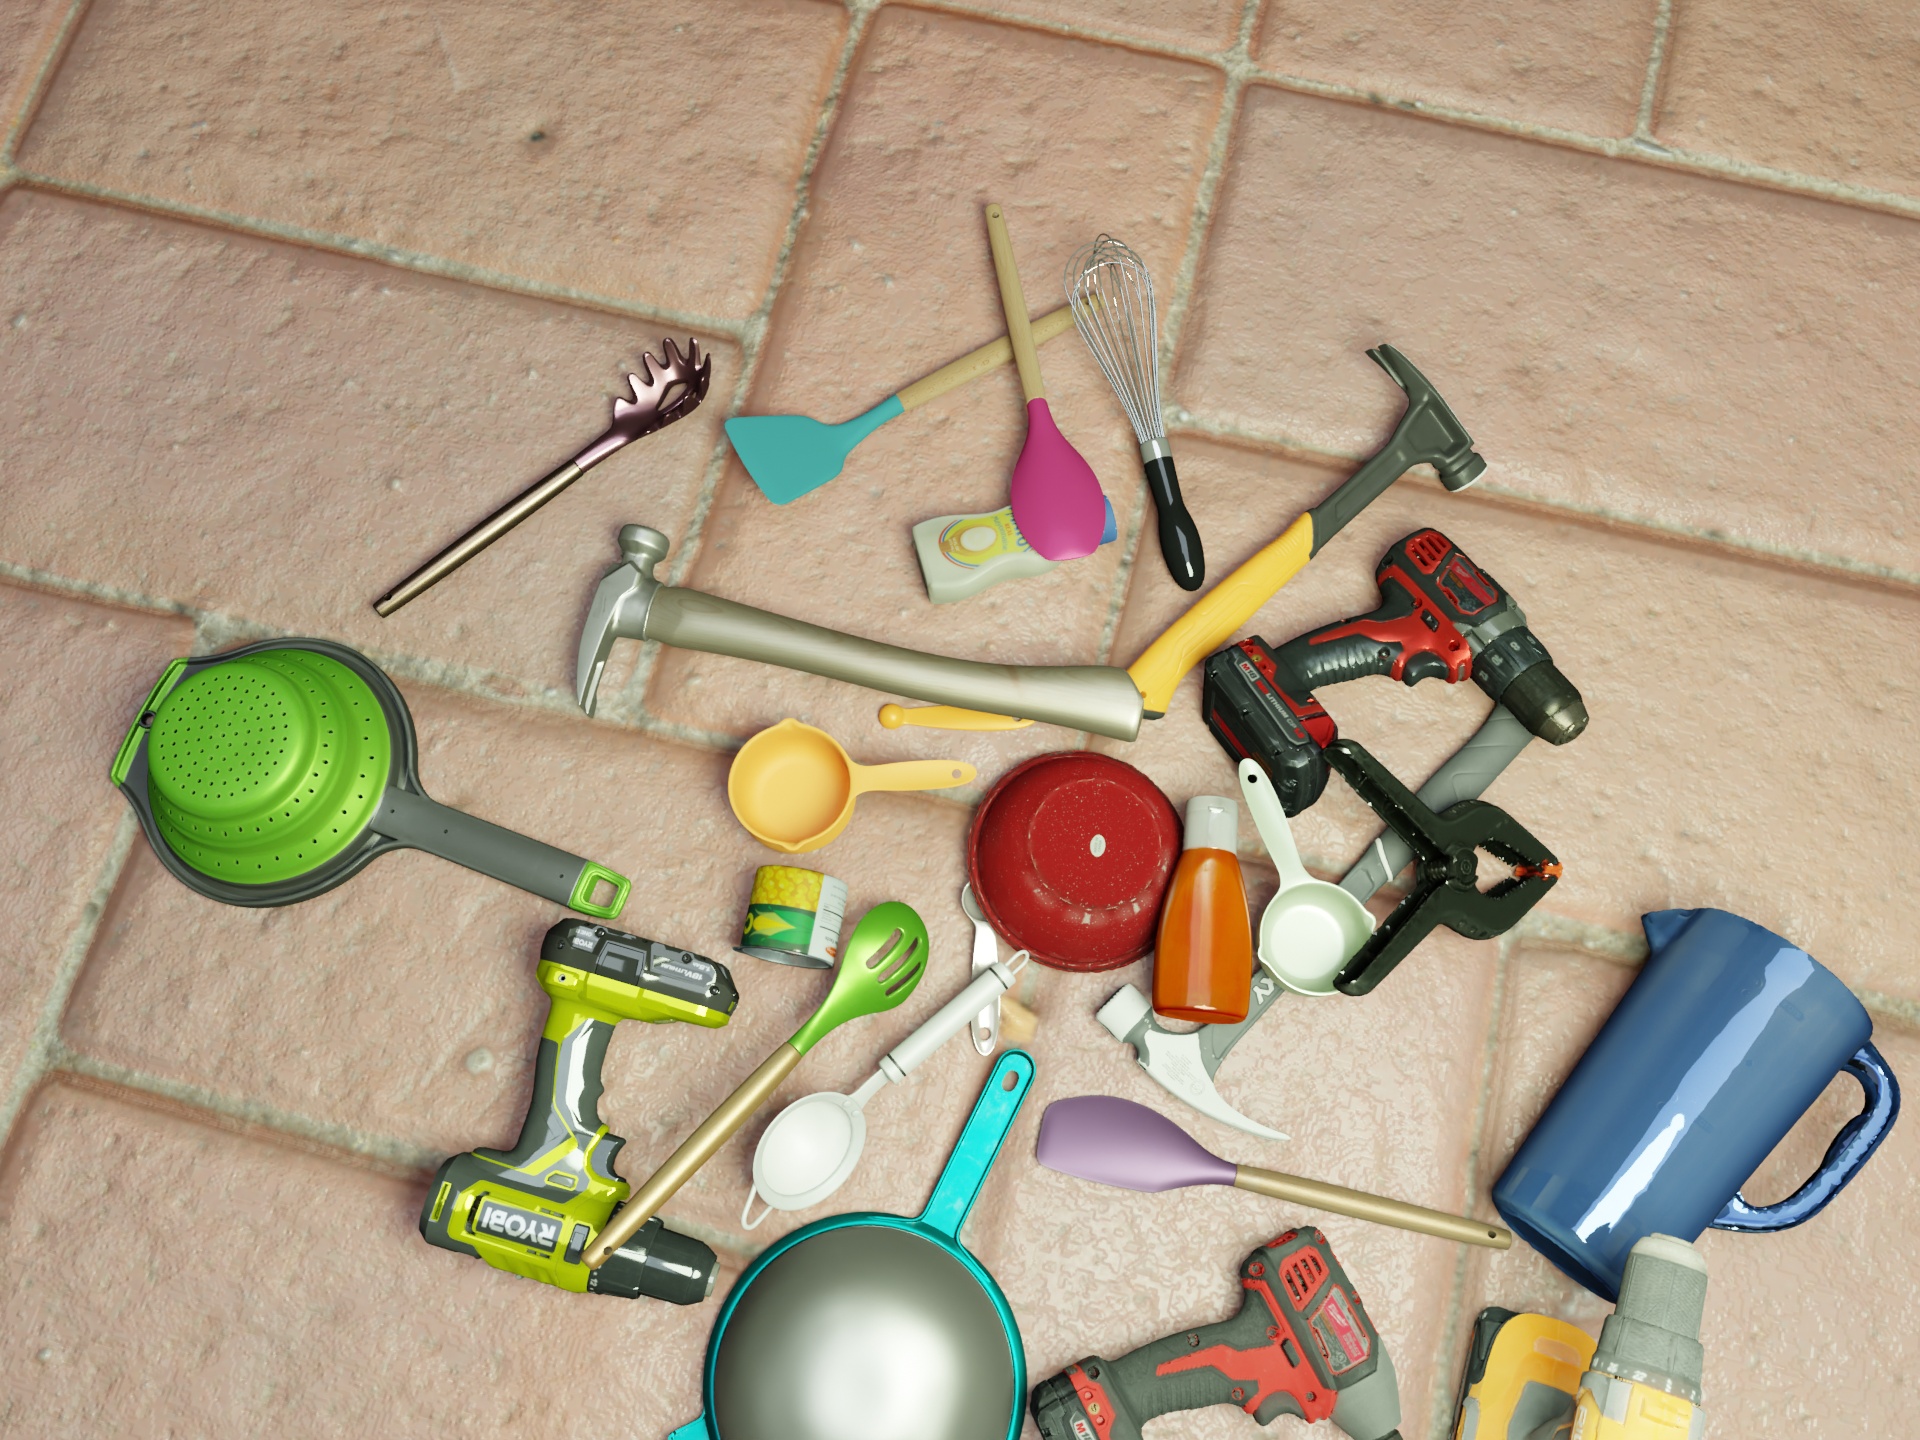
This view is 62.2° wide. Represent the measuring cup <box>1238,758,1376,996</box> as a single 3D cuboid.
[{"bbox_3d":[0.220,0.107,1.076,0.083,0.038,0.168,-17,73,-6],"label":"measuring cup"}]

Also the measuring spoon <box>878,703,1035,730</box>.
[{"bbox_3d":[-0.002,-0.004,1.163,0.117,0.011,0.021,0,73,1],"label":"measuring spoon"}]

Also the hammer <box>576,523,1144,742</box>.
[{"bbox_3d":[-0.074,-0.034,1.144,0.410,0.038,0.146,12,75,10],"label":"hammer"}]

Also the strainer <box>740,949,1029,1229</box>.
[{"bbox_3d":[-0.052,0.239,1.067,0.258,0.086,0.050,-39,37,-11],"label":"strainer"}]

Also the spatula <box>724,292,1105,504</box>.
[{"bbox_3d":[-0.024,-0.260,1.226,0.317,0.044,0.082,-29,74,-9],"label":"spatula"}]

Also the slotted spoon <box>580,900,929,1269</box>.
[{"bbox_3d":[-0.126,0.235,1.038,0.314,0.031,0.070,-44,117,-25],"label":"slotted spoon"}]

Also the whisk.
[{"bbox_3d":[0.139,-0.233,1.203,0.070,0.070,0.285,-14,83,-3],"label":"whisk"}]

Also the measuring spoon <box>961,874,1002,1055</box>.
[{"bbox_3d":[0.016,0.171,1.111,0.034,0.018,0.124,2,80,-6],"label":"measuring spoon"}]

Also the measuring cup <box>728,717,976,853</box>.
[{"bbox_3d":[-0.075,0.048,1.129,0.173,0.052,0.095,-4,73,-2],"label":"measuring cup"}]

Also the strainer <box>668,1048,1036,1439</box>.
[{"bbox_3d":[-0.034,0.363,1.009,0.211,0.095,0.340,26,76,9],"label":"strainer"}]

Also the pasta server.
[{"bbox_3d":[-0.316,-0.182,1.210,0.316,0.040,0.060,-39,64,-9],"label":"pasta server"}]

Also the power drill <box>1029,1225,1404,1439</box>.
[{"bbox_3d":[0.166,0.430,0.997,0.219,0.078,0.143,-26,75,-10],"label":"power drill"}]

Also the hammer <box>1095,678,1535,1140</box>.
[{"bbox_3d":[0.286,0.115,1.111,0.409,0.036,0.149,-43,78,-11],"label":"hammer"}]

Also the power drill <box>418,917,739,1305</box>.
[{"bbox_3d":[-0.228,0.262,1.054,0.190,0.080,0.228,16,76,1],"label":"power drill"}]

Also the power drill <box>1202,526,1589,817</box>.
[{"bbox_3d":[0.304,-0.021,1.115,0.226,0.080,0.188,-28,61,-10],"label":"power drill"}]

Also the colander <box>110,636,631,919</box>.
[{"bbox_3d":[-0.422,0.051,1.110,0.397,0.094,0.204,20,74,7],"label":"colander"}]

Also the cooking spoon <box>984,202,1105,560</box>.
[{"bbox_3d":[0.053,-0.263,1.210,0.068,0.017,0.319,-10,68,-3],"label":"cooking spoon"}]

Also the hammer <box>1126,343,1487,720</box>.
[{"bbox_3d":[0.235,-0.127,1.170,0.337,0.034,0.127,-42,102,-8],"label":"hammer"}]

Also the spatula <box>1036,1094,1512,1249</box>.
[{"bbox_3d":[0.209,0.307,1.062,0.316,0.018,0.060,13,63,5],"label":"spatula"}]

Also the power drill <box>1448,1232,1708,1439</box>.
[{"bbox_3d":[0.362,0.391,0.924,0.084,0.226,0.185,17,74,6],"label":"power drill"}]
